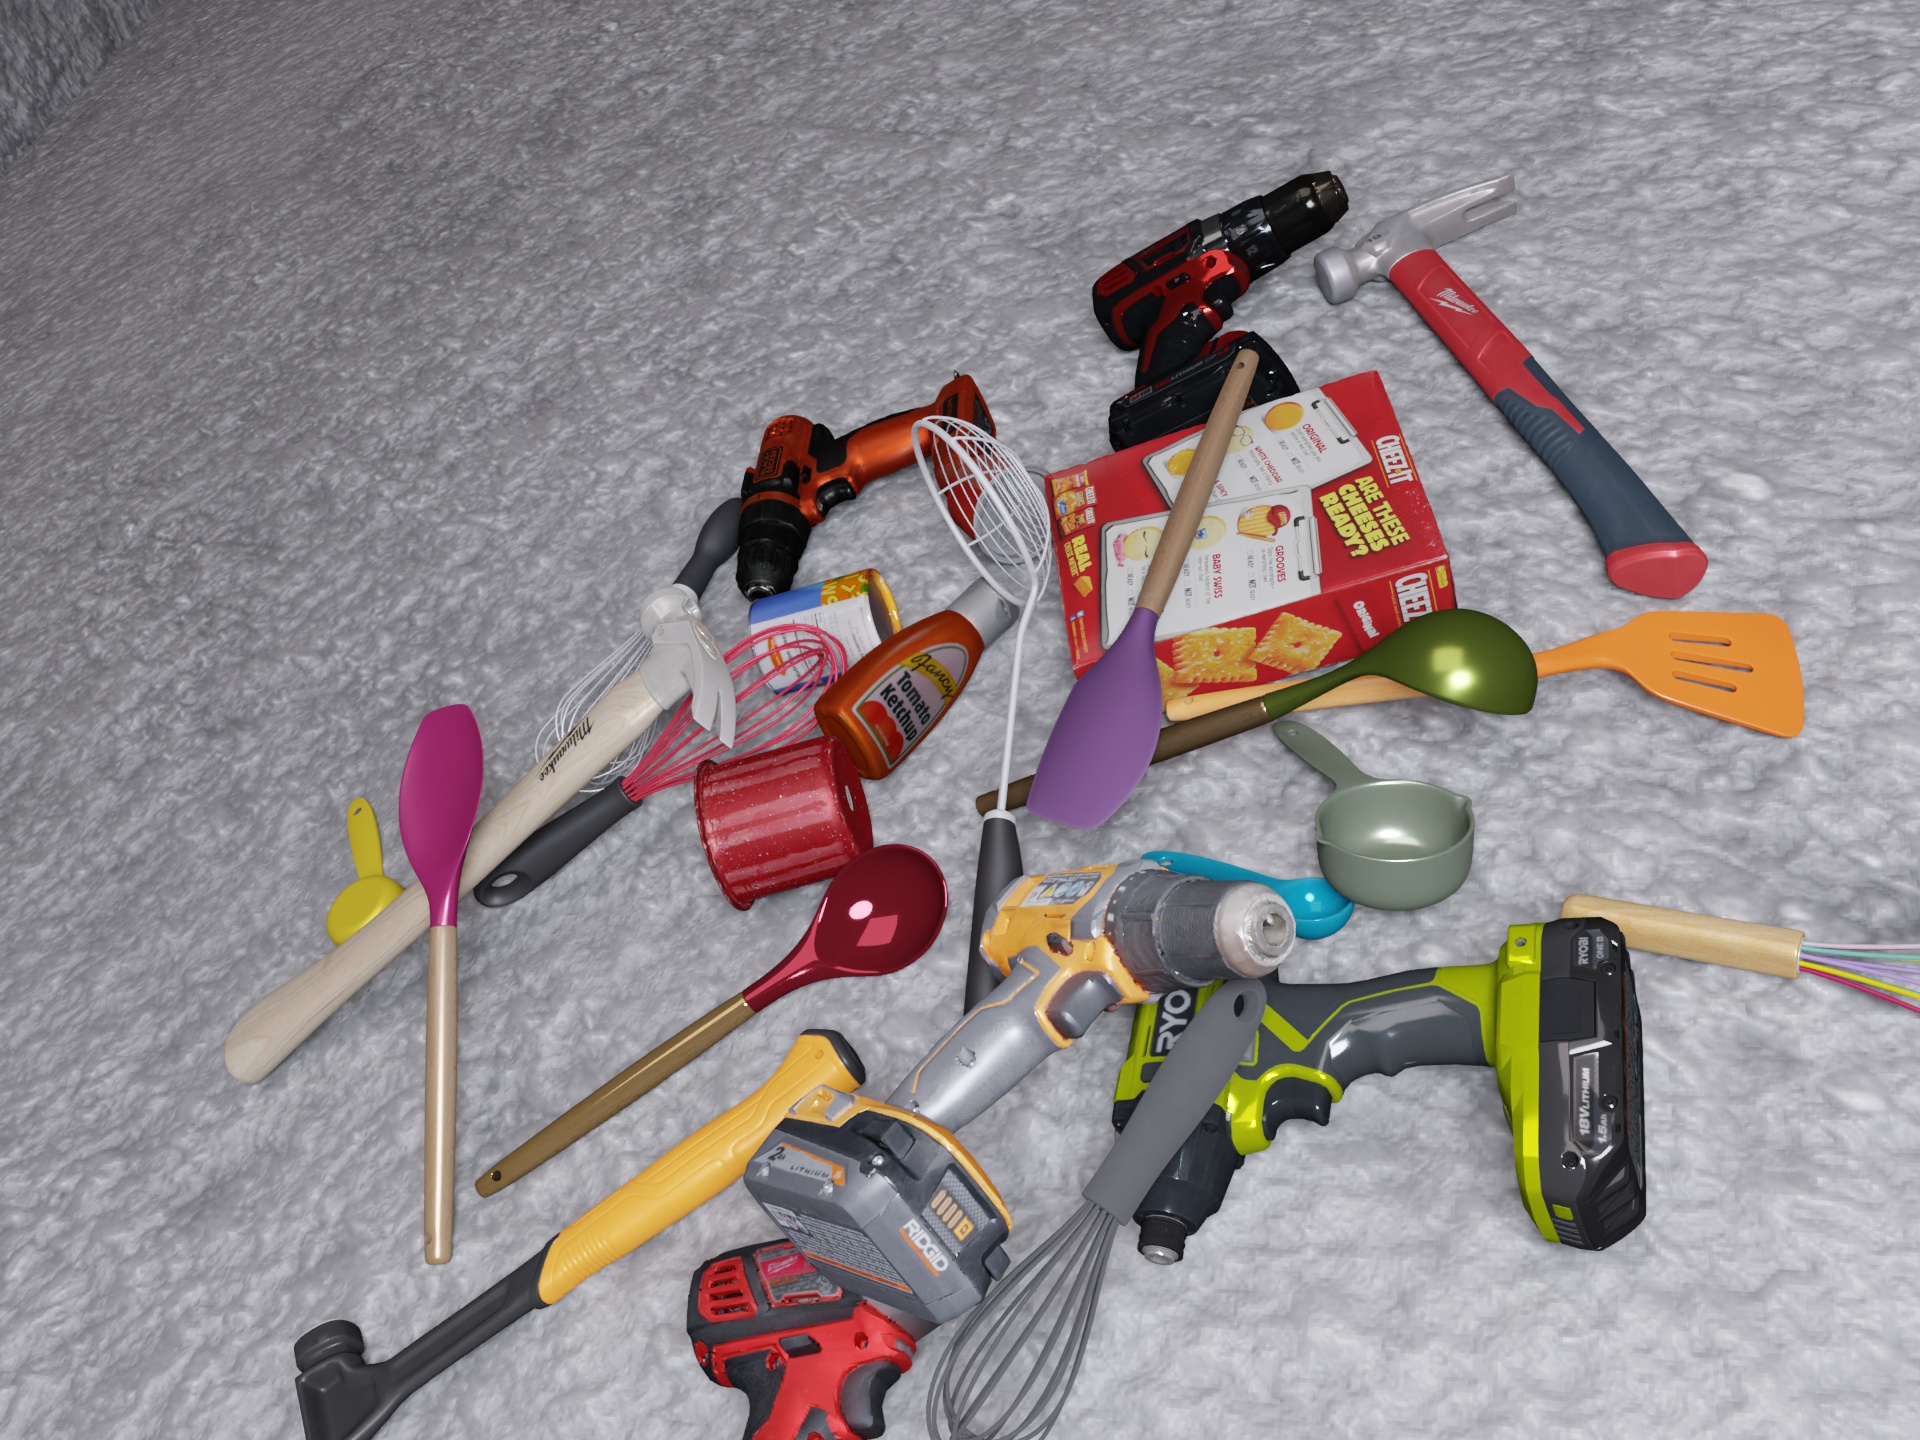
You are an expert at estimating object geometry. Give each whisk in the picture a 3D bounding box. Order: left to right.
[{"bbox_3d":[-0.193,0.035,1.005,0.296,0.073,0.073,-34,44,11],"label":"whisk"},{"bbox_3d":[-0.212,-0.061,1.117,0.070,0.070,0.285,1,48,27],"label":"whisk"},{"bbox_3d":[0.064,0.208,0.673,0.055,0.055,0.239,23,69,39],"label":"whisk"},{"bbox_3d":[0.381,0.106,0.677,0.245,0.051,0.047,8,62,36],"label":"whisk"}]

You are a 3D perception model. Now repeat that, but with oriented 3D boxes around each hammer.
[{"bbox_3d":[-0.301,0.091,0.974,0.410,0.038,0.146,-41,37,8],"label":"hammer"},{"bbox_3d":[-0.190,0.276,0.824,0.337,0.034,0.127,-36,44,-5],"label":"hammer"},{"bbox_3d":[0.353,-0.213,0.971,0.143,0.038,0.387,-23,45,5],"label":"hammer"}]

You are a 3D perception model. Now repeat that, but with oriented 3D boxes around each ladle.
[{"bbox_3d":[-0.139,0.174,0.891,0.315,0.031,0.069,-35,71,-1],"label":"ladle"},{"bbox_3d":[0.146,0.013,0.854,0.320,0.062,0.078,-21,2,29],"label":"ladle"}]

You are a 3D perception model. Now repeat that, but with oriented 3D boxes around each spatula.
[{"bbox_3d":[0.115,-0.081,0.889,0.060,0.018,0.316,12,67,26],"label":"spatula"},{"bbox_3d":[0.268,-0.017,0.850,0.322,0.041,0.081,-7,48,26],"label":"spatula"}]

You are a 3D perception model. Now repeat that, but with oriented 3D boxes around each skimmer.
[{"bbox_3d":[-0.001,-0.003,0.898,0.090,0.127,0.363,4,68,5],"label":"skimmer"}]

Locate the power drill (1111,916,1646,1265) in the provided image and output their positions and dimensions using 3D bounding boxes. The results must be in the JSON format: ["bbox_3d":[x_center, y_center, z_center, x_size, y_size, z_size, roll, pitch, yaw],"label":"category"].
[{"bbox_3d":[0.180,0.163,0.708,0.223,0.080,0.171,-6,49,28],"label":"power drill"}]

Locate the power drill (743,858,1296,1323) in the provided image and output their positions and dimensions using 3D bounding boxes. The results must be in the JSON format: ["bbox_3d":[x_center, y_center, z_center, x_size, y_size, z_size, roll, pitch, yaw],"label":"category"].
[{"bbox_3d":[0.032,0.146,0.692,0.226,0.084,0.185,-44,17,-29],"label":"power drill"}]

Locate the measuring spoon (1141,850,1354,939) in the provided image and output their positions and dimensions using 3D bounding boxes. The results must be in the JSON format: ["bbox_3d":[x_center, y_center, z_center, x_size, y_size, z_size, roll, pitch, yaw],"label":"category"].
[{"bbox_3d":[0.147,0.091,0.829,0.042,0.021,0.129,-29,28,-37],"label":"measuring spoon"}]

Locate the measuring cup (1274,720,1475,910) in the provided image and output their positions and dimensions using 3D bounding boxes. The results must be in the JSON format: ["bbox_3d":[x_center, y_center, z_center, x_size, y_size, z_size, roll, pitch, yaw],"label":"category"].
[{"bbox_3d":[0.203,0.046,0.827,0.083,0.038,0.168,-14,25,-10],"label":"measuring cup"}]

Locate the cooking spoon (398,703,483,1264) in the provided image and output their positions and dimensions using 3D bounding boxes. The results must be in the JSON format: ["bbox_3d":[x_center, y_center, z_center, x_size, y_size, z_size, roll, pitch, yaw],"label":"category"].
[{"bbox_3d":[-0.298,0.145,0.914,0.069,0.017,0.319,-13,72,27],"label":"cooking spoon"}]

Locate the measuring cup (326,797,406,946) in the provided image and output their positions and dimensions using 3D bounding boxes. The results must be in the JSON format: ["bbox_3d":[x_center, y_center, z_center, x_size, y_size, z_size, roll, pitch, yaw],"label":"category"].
[{"bbox_3d":[-0.413,0.099,1.094,0.062,0.029,0.157,-31,46,-1],"label":"measuring cup"}]

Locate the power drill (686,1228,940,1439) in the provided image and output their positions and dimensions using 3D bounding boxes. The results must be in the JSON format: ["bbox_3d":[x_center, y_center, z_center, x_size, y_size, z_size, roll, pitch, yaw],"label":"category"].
[{"bbox_3d":[-0.053,0.325,0.686,0.143,0.078,0.220,-16,44,14],"label":"power drill"}]

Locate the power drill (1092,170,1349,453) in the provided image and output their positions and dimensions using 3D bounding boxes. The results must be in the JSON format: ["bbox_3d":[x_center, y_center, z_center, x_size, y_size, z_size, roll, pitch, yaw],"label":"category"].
[{"bbox_3d":[0.178,-0.266,1.060,0.188,0.080,0.227,-24,40,26],"label":"power drill"}]
